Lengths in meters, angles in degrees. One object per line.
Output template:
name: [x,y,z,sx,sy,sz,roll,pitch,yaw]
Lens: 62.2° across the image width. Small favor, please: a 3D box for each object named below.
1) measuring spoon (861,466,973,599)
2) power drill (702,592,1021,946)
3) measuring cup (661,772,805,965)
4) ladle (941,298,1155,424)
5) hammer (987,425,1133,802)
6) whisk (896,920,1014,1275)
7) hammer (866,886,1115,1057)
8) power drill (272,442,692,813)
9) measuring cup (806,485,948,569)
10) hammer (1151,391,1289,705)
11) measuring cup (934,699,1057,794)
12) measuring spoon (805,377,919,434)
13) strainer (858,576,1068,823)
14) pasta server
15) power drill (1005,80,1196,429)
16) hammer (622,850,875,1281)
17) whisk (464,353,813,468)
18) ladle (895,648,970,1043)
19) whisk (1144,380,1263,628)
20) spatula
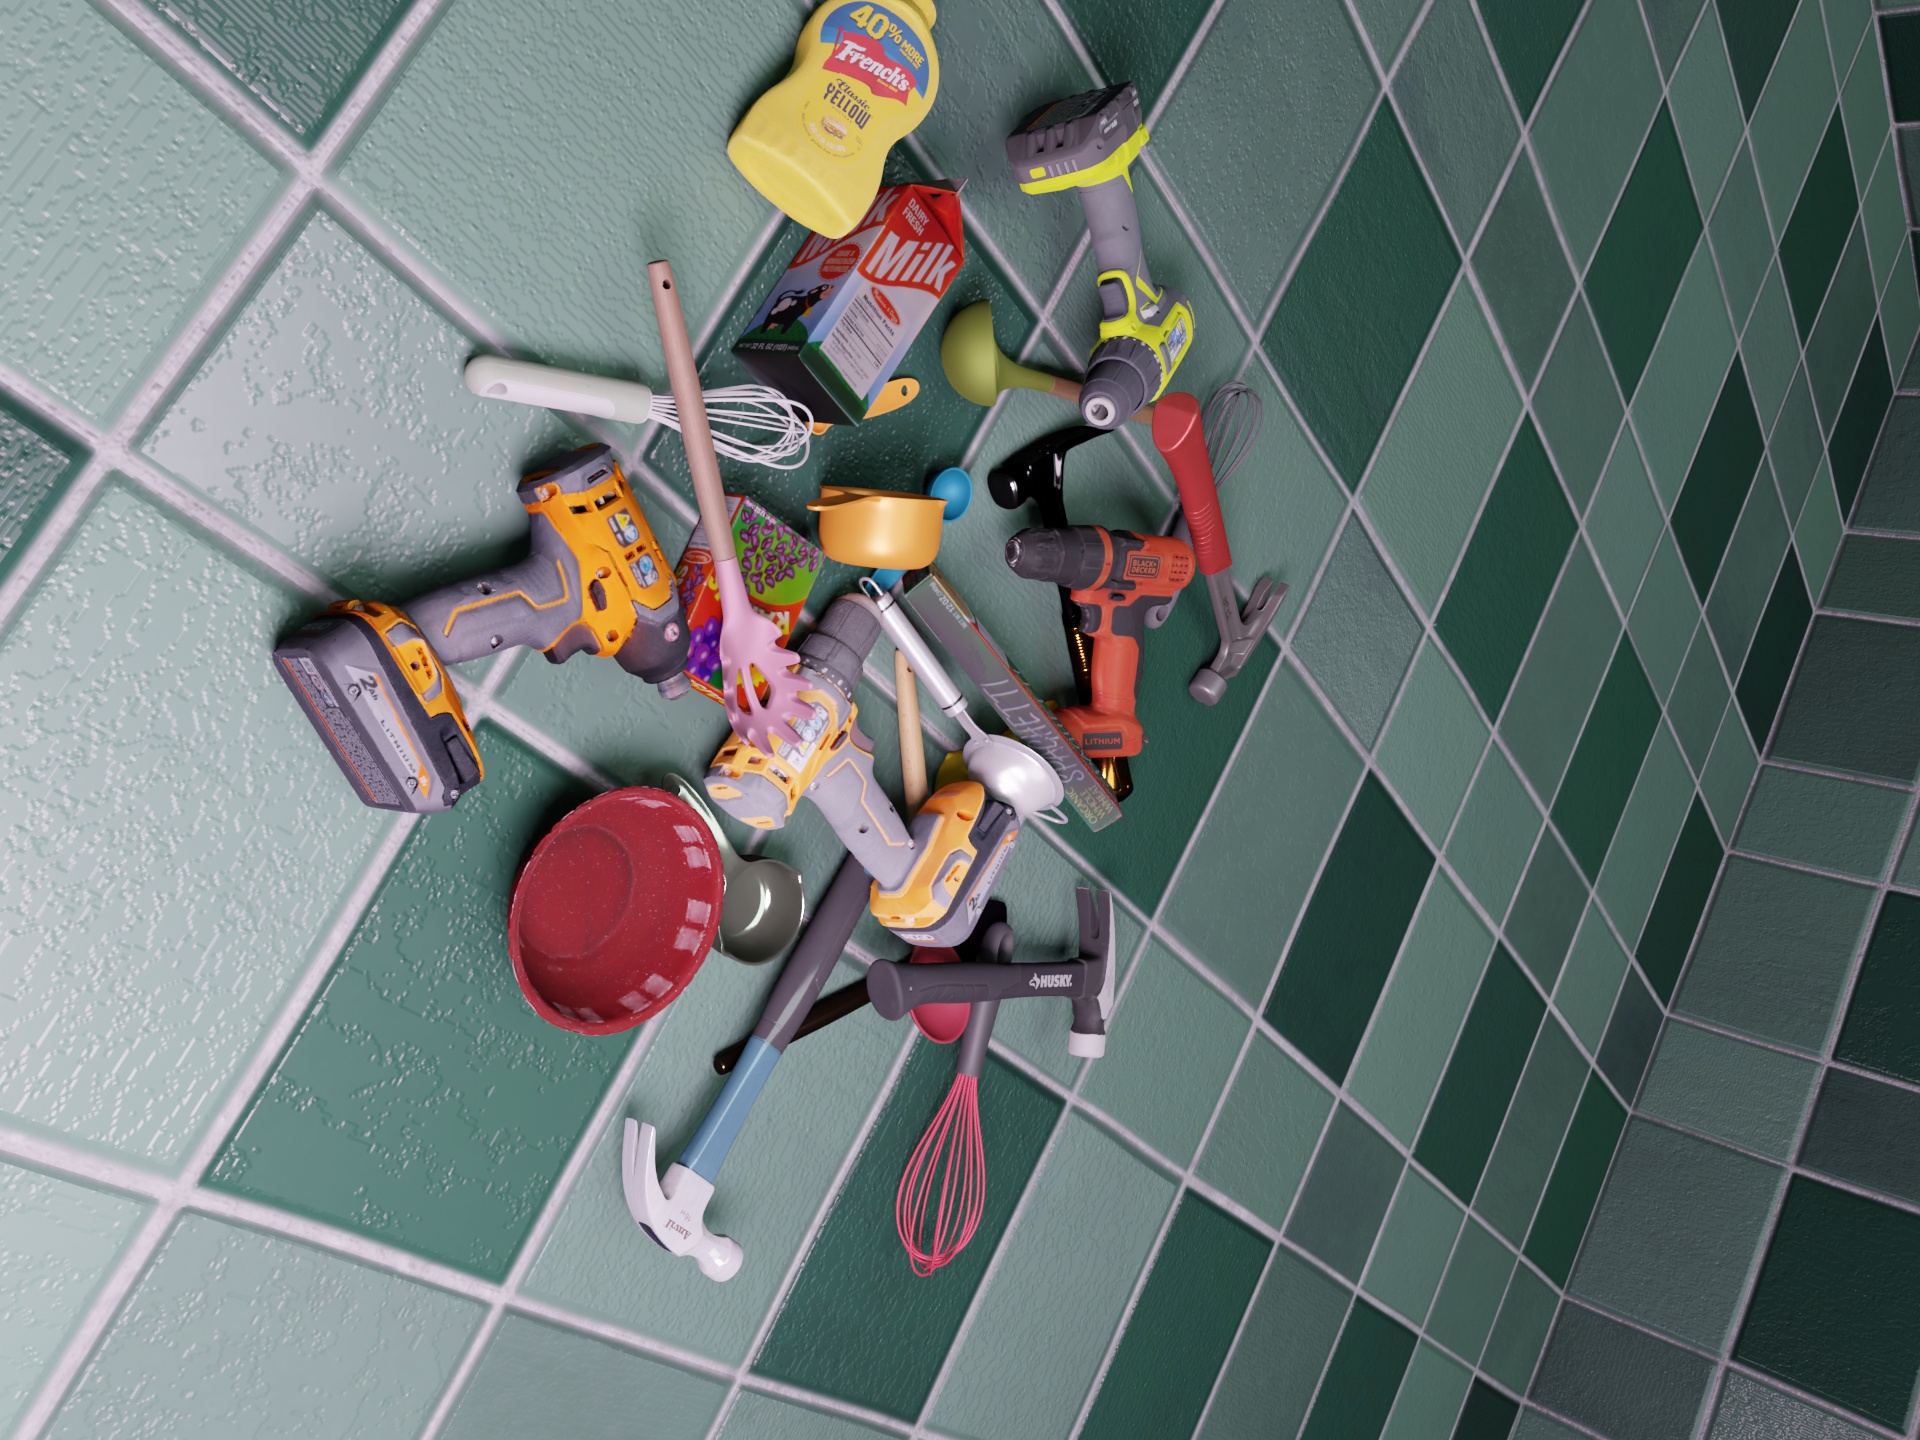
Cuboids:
measuring spoon: [-0.038,-0.139,1.195,0.128,0.021,0.042,-52,133,-12]
power drill: [-0.058,0.035,1.148,0.226,0.084,0.185,43,60,-27]
measuring cup: [-0.169,0.098,1.099,0.083,0.038,0.167,-47,124,-28]
ladle: [0.095,-0.268,1.273,0.320,0.062,0.078,2,82,-50]
hammer: [0.107,-0.079,1.349,0.127,0.034,0.336,-36,124,-35]
whisk: [0.002,0.312,1.317,0.073,0.073,0.296,18,83,-48]
hammer: [0.035,0.205,1.282,0.334,0.035,0.146,12,82,-55]
power drill: [-0.256,-0.040,0.923,0.226,0.084,0.164,-42,119,-36]
measuring cup: [-0.069,-0.127,1.079,0.173,0.095,0.052,-32,129,-70]
hammer: [0.222,-0.162,1.386,0.149,0.037,0.358,-56,149,-18]
measuring cup: [0.039,0.028,1.307,0.156,0.029,0.062,-39,126,-34]
measuring spoon: [-0.071,-0.227,1.140,0.117,0.011,0.021,-30,123,-43]
strainer: [-0.002,-0.004,1.199,0.258,0.087,0.050,54,51,-18]
pasta server: [-0.150,-0.127,0.996,0.060,0.040,0.316,-23,116,-28]
power drill: [0.111,-0.348,1.213,0.191,0.080,0.228,-58,136,-49]
hammer: [-0.133,0.223,1.145,0.128,0.033,0.331,47,59,-34]
whisk: [-0.192,-0.195,0.990,0.246,0.058,0.059,2,64,-43]
ladle: [-0.031,0.099,1.239,0.069,0.031,0.315,-18,107,-47]
whisk: [0.215,-0.193,1.430,0.055,0.055,0.239,25,86,-47]
spatula: [-0.067,0.208,1.247,0.316,0.018,0.059,-21,118,-44]
